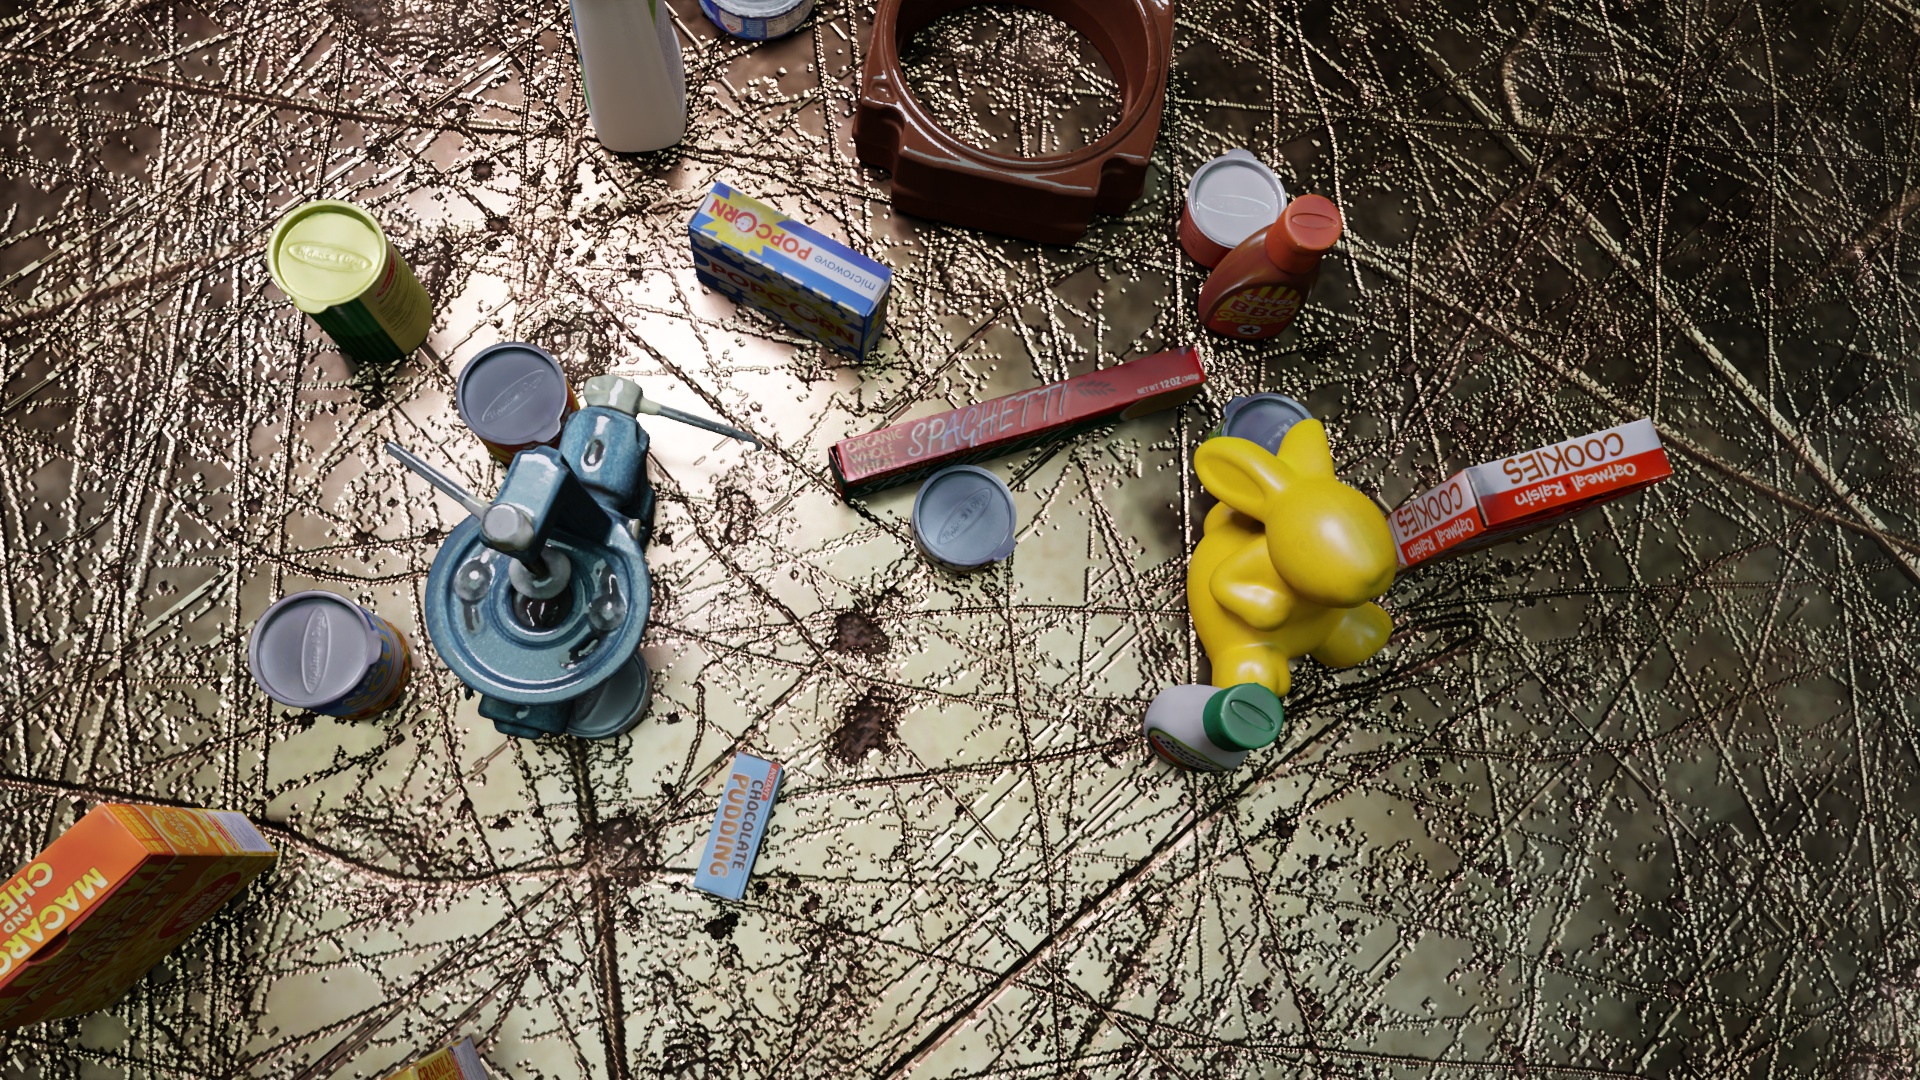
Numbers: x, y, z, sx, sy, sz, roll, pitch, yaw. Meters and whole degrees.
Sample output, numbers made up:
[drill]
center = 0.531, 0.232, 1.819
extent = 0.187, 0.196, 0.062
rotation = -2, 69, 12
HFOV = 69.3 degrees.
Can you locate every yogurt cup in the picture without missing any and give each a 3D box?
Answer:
[yogurt cup]
center = 0.183, -0.222, 0.953
extent = 0.072, 0.054, 0.072
rotation = 1, 77, -6

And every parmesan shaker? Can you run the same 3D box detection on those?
[parmesan shaker]
center = -0.371, -0.153, 0.849
extent = 0.071, 0.103, 0.071
rotation = 1, 77, -6

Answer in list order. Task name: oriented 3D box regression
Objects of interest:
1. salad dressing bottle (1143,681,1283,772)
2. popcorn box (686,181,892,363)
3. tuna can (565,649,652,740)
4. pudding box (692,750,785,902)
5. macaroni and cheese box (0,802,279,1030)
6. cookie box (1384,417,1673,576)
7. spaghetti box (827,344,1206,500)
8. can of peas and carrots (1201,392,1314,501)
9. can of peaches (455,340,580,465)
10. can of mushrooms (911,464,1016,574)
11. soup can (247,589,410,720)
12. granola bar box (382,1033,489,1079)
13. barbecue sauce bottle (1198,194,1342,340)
[salad dressing bottle]
center = 0.150, 0.110, 0.824
extent = 0.064, 0.147, 0.044
rotation = 32, 76, 1
[popcorn box]
center = -0.108, -0.170, 0.892
extent = 0.127, 0.085, 0.038
rotation = 27, 76, 0
[tuna can]
center = -0.225, 0.087, 0.846
extent = 0.071, 0.032, 0.071
rotation = 1, 77, -6
[pudding box]
center = -0.131, 0.171, 0.829
extent = 0.030, 0.049, 0.084
rotation = 18, 76, -2
[macaroni and cheese box]
center = -0.447, 0.196, 0.728
extent = 0.124, 0.166, 0.040
rotation = -44, 85, -13
[cookie box]
center = 0.337, -0.021, 0.865
extent = 0.123, 0.167, 0.040
rotation = -16, 80, -9
[spaghetti box]
center = 0.037, -0.077, 0.905
extent = 0.250, 0.050, 0.029
rotation = -16, 80, -10
[can of peas and carrots]
center = 0.194, -0.059, 0.914
extent = 0.071, 0.058, 0.071
rotation = 1, 77, -6
[can of peaches]
center = -0.273, -0.082, 0.867
extent = 0.071, 0.058, 0.071
rotation = 1, 77, -6
[can of mushrooms]
center = 0.003, -0.011, 0.894
extent = 0.071, 0.033, 0.071
rotation = 1, 77, -6
[soup can]
center = -0.362, 0.069, 0.809
extent = 0.071, 0.083, 0.071
rotation = 1, 77, -6
[granola bar box]
center = -0.342, 0.327, 0.731
extent = 0.166, 0.124, 0.039
rotation = -27, 82, -11
[barbecue sauce bottle]
center = 0.202, -0.174, 0.895
extent = 0.065, 0.148, 0.044
rotation = 6, 77, -5
